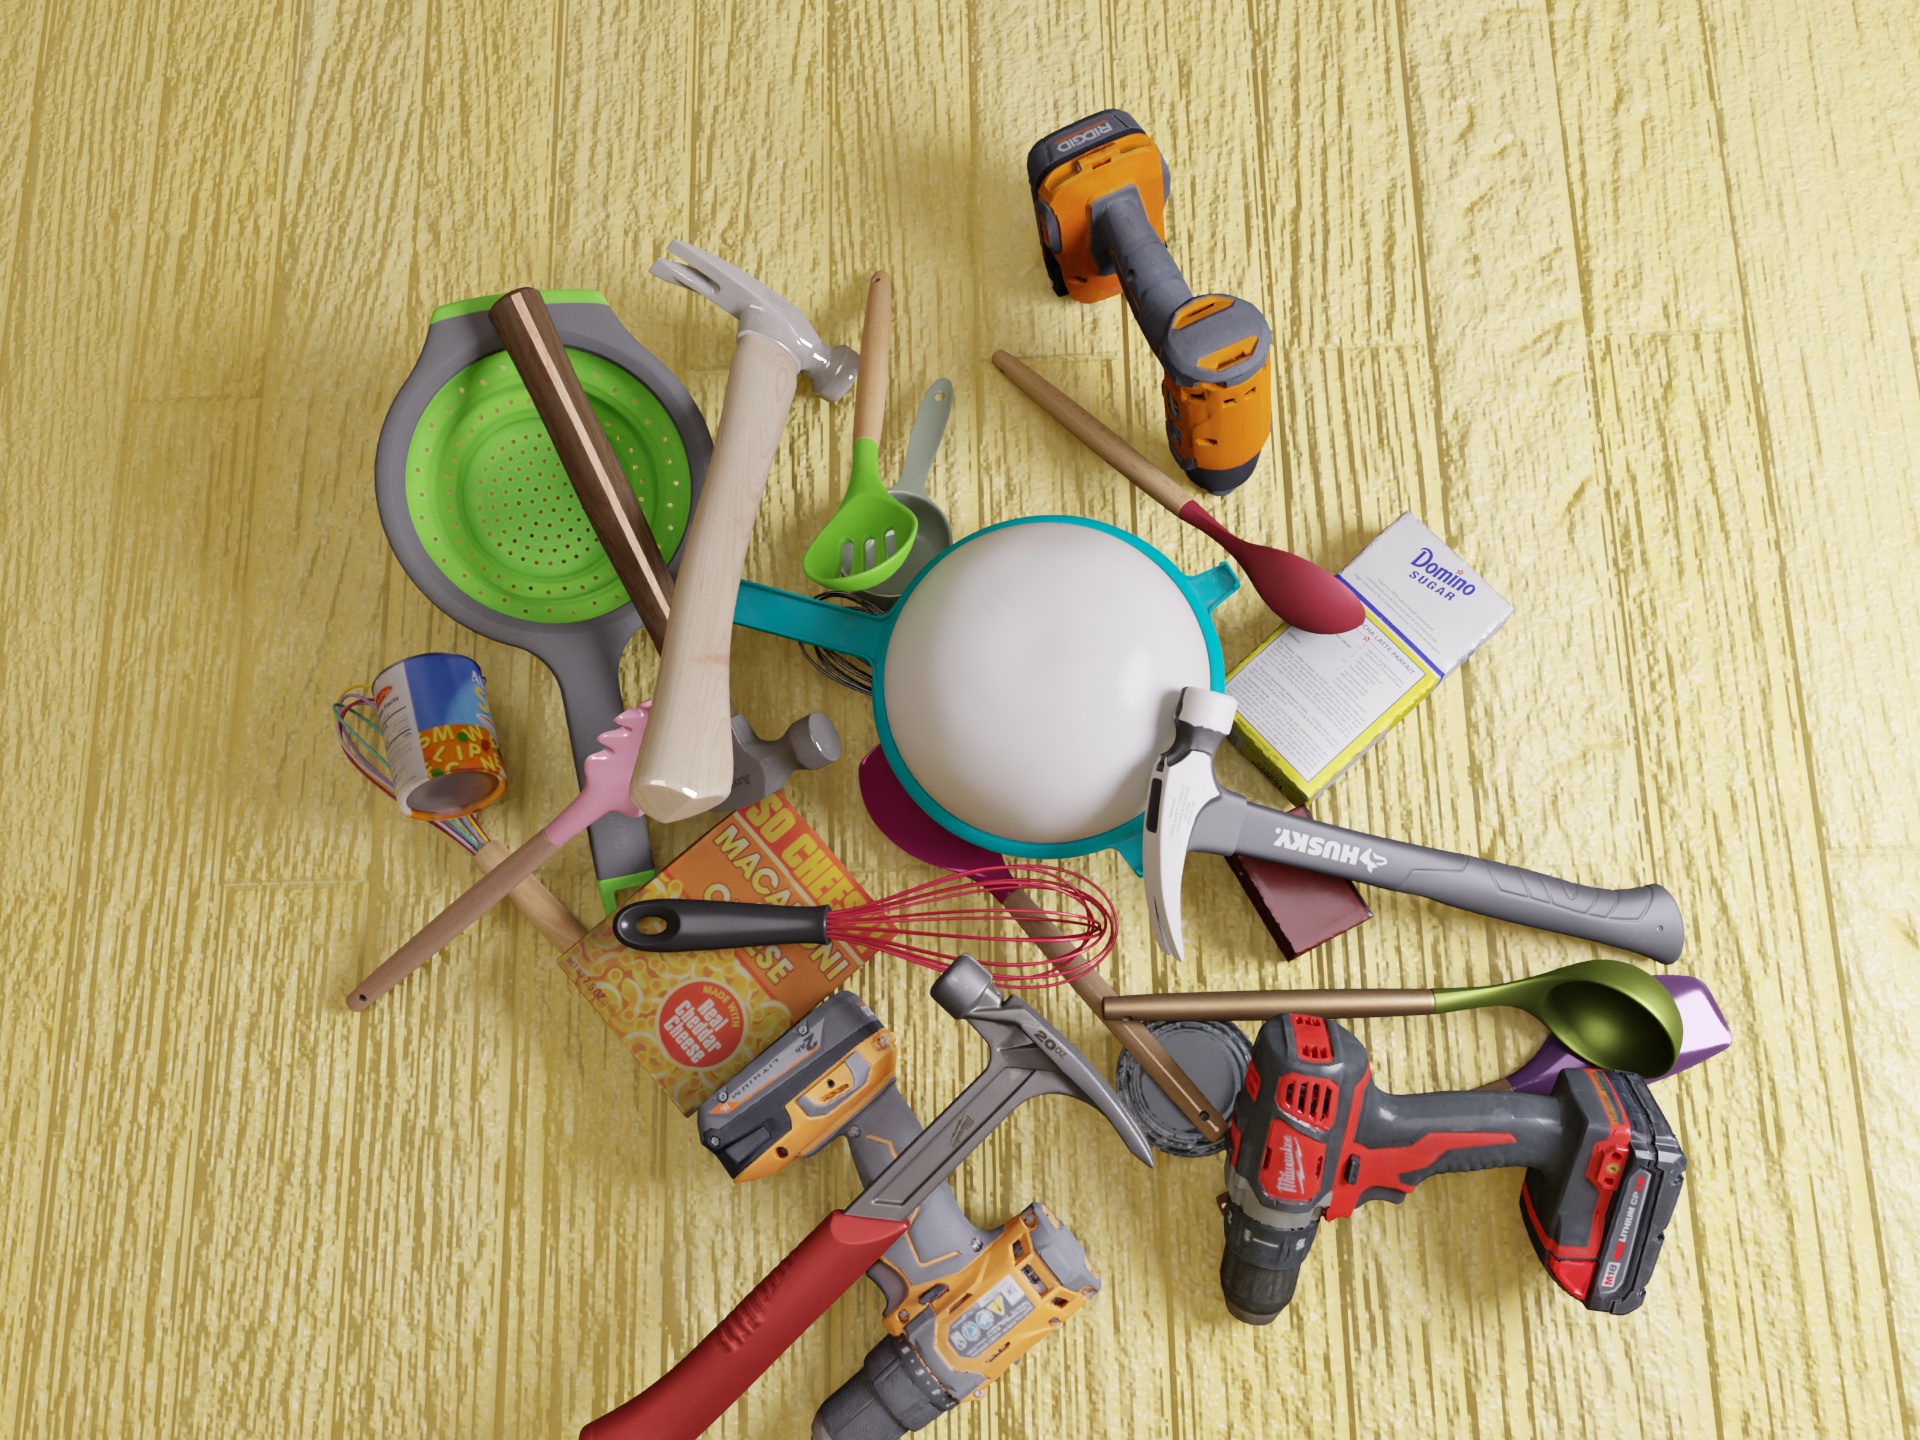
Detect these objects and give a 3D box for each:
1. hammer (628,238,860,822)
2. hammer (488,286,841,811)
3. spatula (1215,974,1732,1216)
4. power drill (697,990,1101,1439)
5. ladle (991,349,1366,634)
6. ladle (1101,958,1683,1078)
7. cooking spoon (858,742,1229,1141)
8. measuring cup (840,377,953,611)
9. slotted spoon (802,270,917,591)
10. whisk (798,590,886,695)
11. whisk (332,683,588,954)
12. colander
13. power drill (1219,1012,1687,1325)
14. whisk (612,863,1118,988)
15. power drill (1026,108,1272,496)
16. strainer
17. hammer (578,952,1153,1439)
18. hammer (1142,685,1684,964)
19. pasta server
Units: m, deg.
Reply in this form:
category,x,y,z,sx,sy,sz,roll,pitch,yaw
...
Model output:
category,x,y,z,sx,sy,sz,roll,pitch,yaw
hammer,-0.142,-0.119,0.908,0.146,0.038,0.411,30,43,-26
hammer,-0.195,-0.099,0.940,0.130,0.031,0.331,-26,90,24
spatula,0.296,0.223,0.928,0.316,0.018,0.060,-22,73,-2
power drill,-0.057,0.294,0.914,0.185,0.084,0.226,-40,81,-3
ladle,0.124,-0.148,0.992,0.031,0.069,0.316,-41,62,-9
ladle,0.241,0.170,0.895,0.320,0.078,0.062,-1,50,1
cooking spoon,0.047,0.124,0.951,0.069,0.017,0.319,-39,66,-9
measuring cup,-0.030,-0.147,1.039,0.083,0.038,0.168,12,68,9
slotted spoon,-0.055,-0.186,0.984,0.070,0.031,0.314,-13,47,15
whisk,-0.002,-0.002,0.995,0.239,0.055,0.055,35,82,7
whisk,-0.314,0.065,1.007,0.245,0.051,0.047,43,78,10
colander,-0.247,-0.065,1.014,0.204,0.094,0.397,-11,94,-17
power drill,0.255,0.262,0.872,0.226,0.080,0.187,7,111,2
whisk,-0.057,0.119,0.918,0.296,0.073,0.073,-1,77,6
power drill,0.125,-0.251,0.999,0.084,0.164,0.227,-25,63,-1
strainer,-0.014,-0.047,0.920,0.340,0.095,0.211,15,80,9
hammer,-0.067,0.301,0.858,0.149,0.036,0.359,44,93,5
hammer,0.261,0.091,0.900,0.334,0.035,0.146,14,90,-12
pasta server,-0.264,0.087,0.948,0.316,0.040,0.060,-38,100,17
